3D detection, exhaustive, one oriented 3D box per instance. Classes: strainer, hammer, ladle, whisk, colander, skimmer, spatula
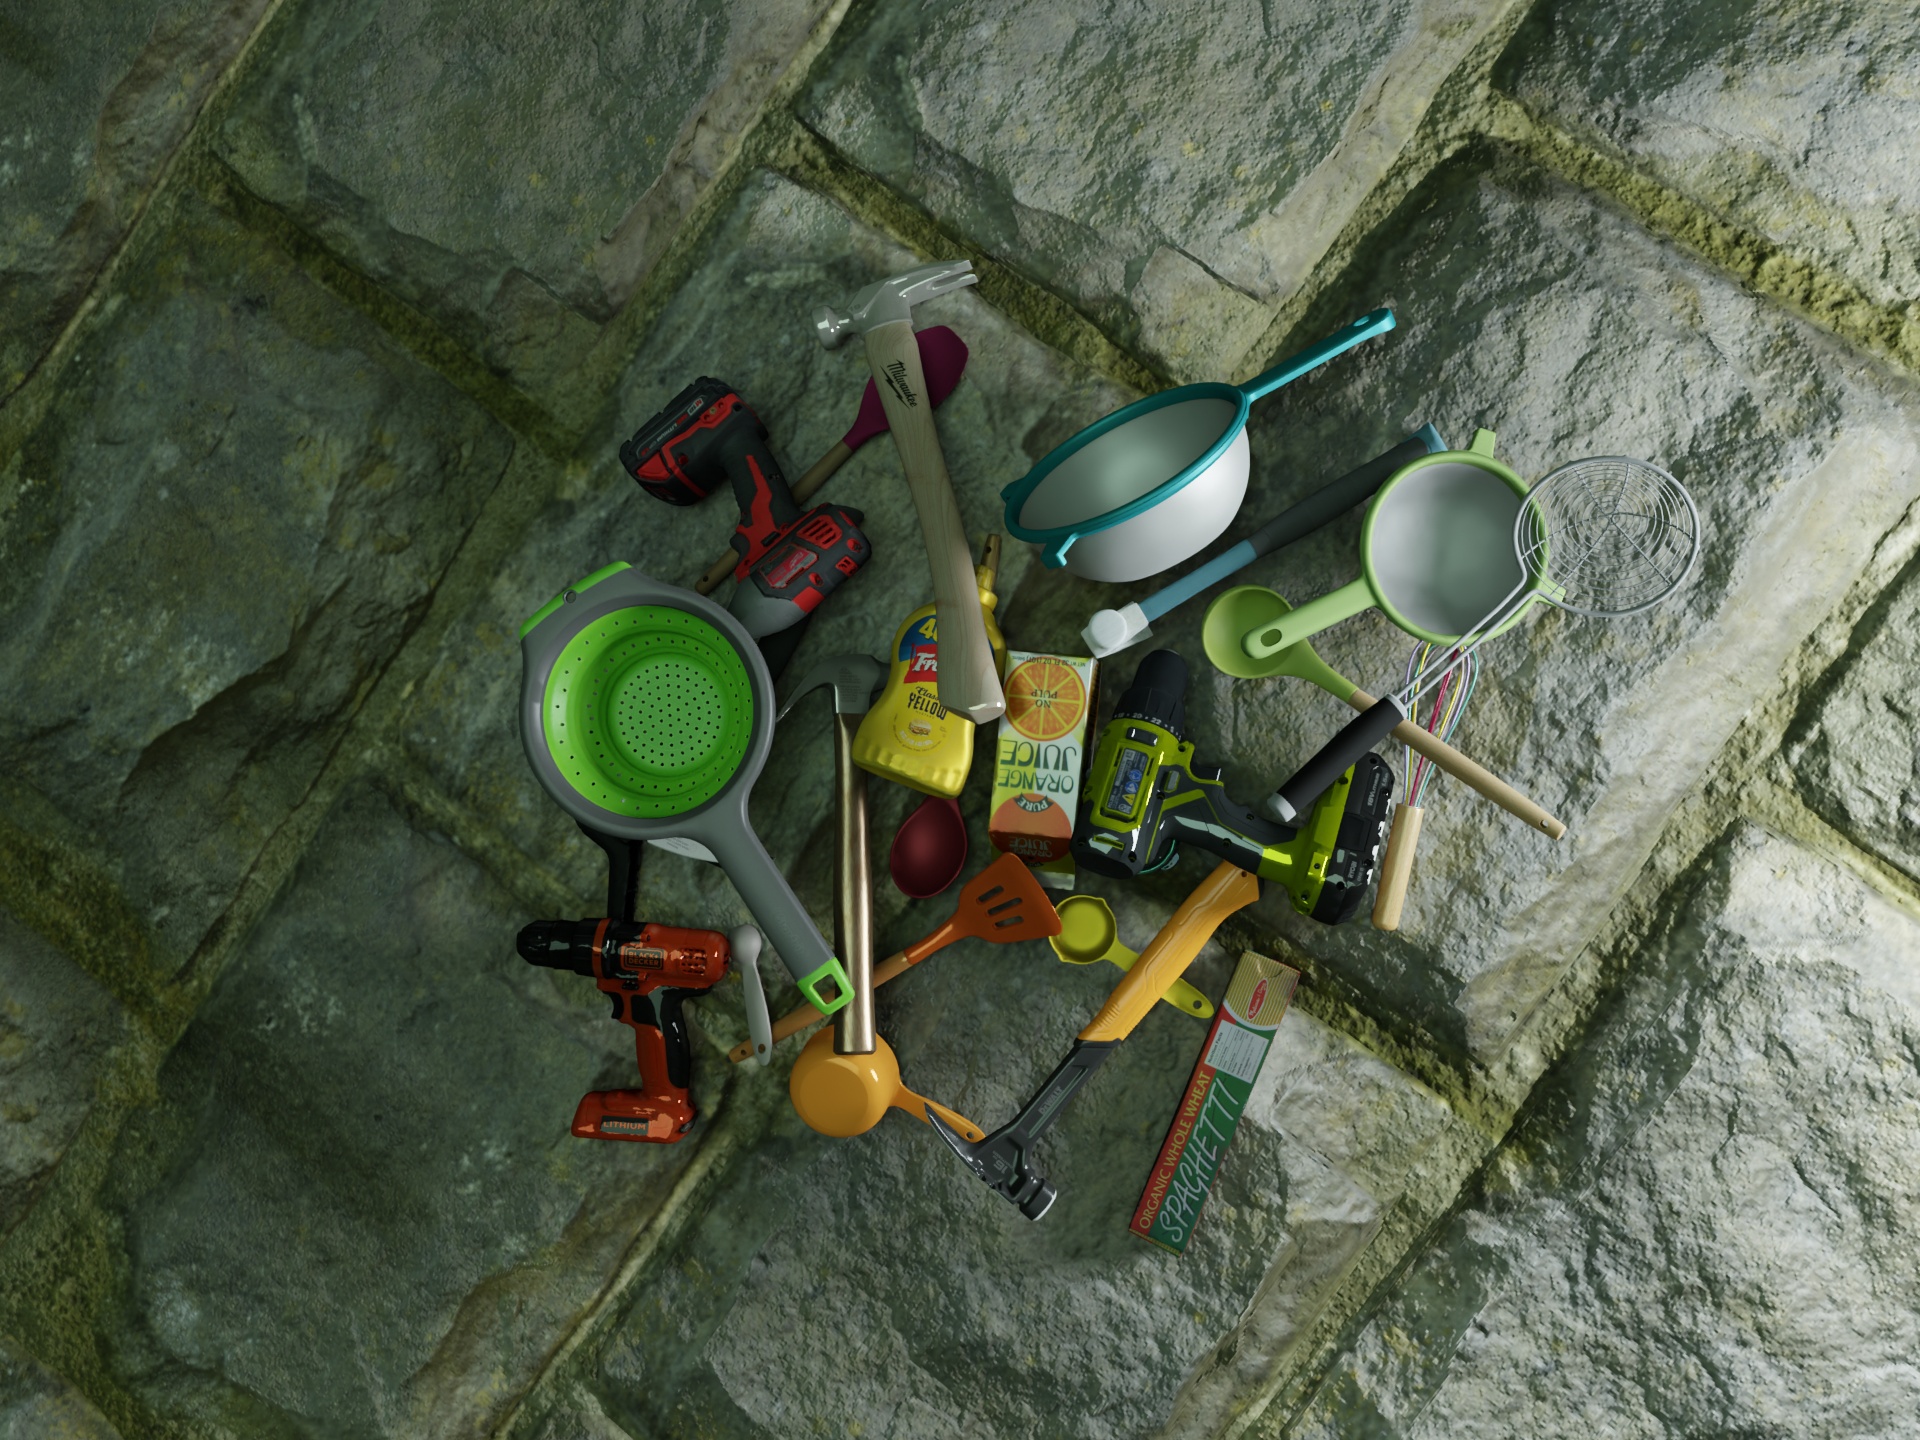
[{"bbox_3d":[0.202,-0.205,1.260,0.340,0.211,0.095,-29,115,4],"label":"strainer"},{"bbox_3d":[-0.167,-0.034,1.366,0.146,0.035,0.335,25,86,7],"label":"hammer"},{"bbox_3d":[0.323,-0.004,1.232,0.320,0.062,0.078,37,111,24],"label":"ladle"},{"bbox_3d":[0.365,0.047,1.262,0.051,0.047,0.245,13,94,24],"label":"whisk"},{"bbox_3d":[-0.092,0.108,1.316,0.130,0.031,0.331,1,80,-13],"label":"hammer"},{"bbox_3d":[0.243,-0.143,1.268,0.331,0.128,0.033,-31,87,0],"label":"hammer"},{"bbox_3d":[-0.203,0.062,1.297,0.204,0.094,0.397,-34,87,1],"label":"colander"},{"bbox_3d":[-0.002,-0.004,1.350,0.069,0.031,0.315,10,87,24],"label":"ladle"},{"bbox_3d":[-0.016,-0.193,1.304,0.146,0.038,0.411,-18,68,11],"label":"hammer"},{"bbox_3d":[0.375,-0.049,1.170,0.363,0.090,0.127,-41,97,-1],"label":"skimmer"},{"bbox_3d":[-0.065,0.213,1.338,0.322,0.041,0.081,-31,96,13],"label":"spatula"},{"bbox_3d":[0.120,0.234,1.279,0.127,0.034,0.337,41,87,-2],"label":"hammer"},{"bbox_3d":[0.330,-0.110,1.245,0.256,0.069,0.151,-26,93,-3],"label":"strainer"}]

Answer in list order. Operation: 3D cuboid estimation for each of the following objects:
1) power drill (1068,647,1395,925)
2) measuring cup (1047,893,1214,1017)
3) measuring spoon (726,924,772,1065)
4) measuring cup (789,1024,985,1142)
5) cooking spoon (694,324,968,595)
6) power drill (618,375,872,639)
[{"bbox_3d":[0.216,0.053,1.257,0.228,0.080,0.191,17,69,9],"label":"power drill"},{"bbox_3d":[0.141,0.198,1.314,0.156,0.029,0.062,33,92,0],"label":"measuring cup"},{"bbox_3d":[-0.182,0.235,1.367,0.034,0.018,0.124,-22,70,23],"label":"measuring spoon"},{"bbox_3d":[-0.062,0.322,1.326,0.173,0.052,0.095,25,106,7],"label":"measuring cup"},{"bbox_3d":[-0.117,-0.222,1.389,0.319,0.017,0.069,-43,73,7],"label":"cooking spoon"},{"bbox_3d":[-0.187,-0.173,1.346,0.143,0.078,0.220,-41,67,5],"label":"power drill"}]
